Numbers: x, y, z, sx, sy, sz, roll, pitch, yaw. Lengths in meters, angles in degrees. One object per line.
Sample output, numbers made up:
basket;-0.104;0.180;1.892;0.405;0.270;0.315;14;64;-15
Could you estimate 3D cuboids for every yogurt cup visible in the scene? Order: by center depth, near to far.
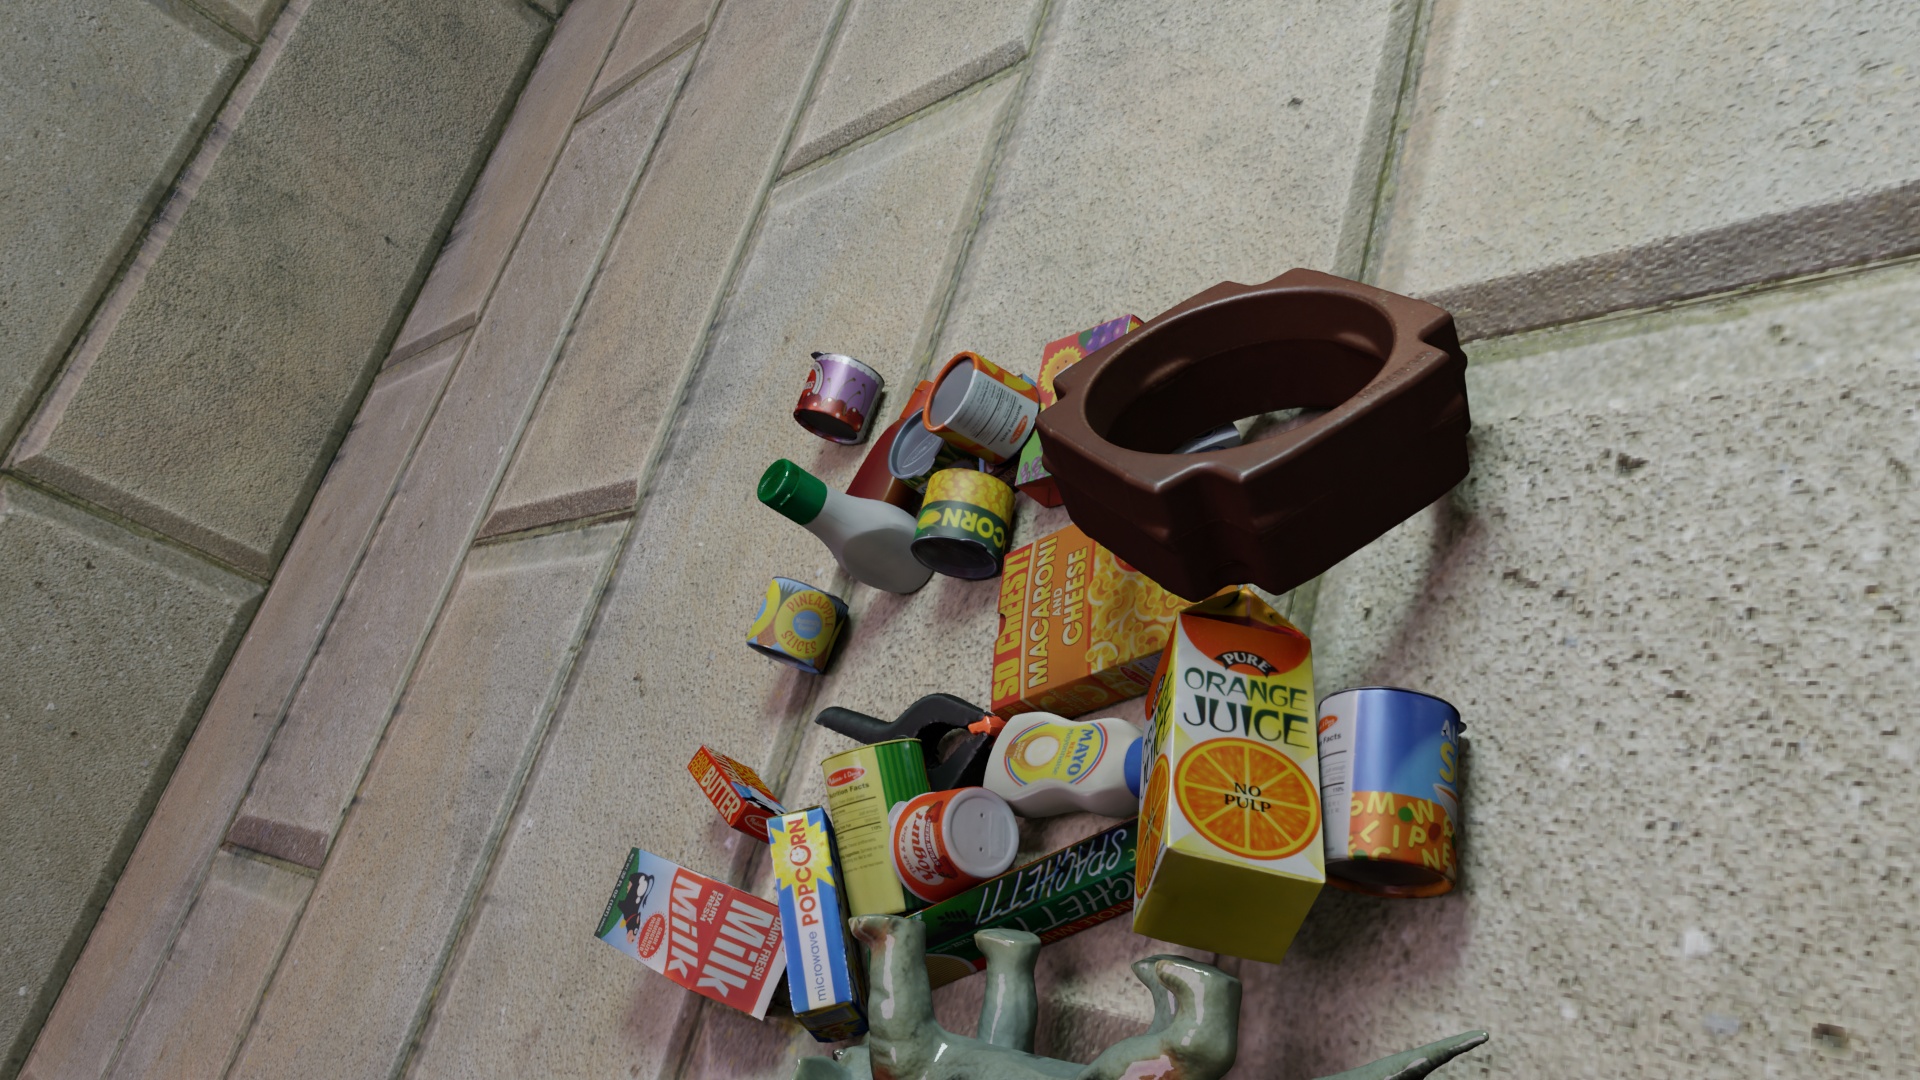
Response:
yogurt cup;-0.001;0.180;0.833;0.053;0.072;0.073;-35;38;51

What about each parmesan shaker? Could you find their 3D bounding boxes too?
parmesan shaker;-0.048;0.185;0.882;0.071;0.071;0.103;-25;71;38

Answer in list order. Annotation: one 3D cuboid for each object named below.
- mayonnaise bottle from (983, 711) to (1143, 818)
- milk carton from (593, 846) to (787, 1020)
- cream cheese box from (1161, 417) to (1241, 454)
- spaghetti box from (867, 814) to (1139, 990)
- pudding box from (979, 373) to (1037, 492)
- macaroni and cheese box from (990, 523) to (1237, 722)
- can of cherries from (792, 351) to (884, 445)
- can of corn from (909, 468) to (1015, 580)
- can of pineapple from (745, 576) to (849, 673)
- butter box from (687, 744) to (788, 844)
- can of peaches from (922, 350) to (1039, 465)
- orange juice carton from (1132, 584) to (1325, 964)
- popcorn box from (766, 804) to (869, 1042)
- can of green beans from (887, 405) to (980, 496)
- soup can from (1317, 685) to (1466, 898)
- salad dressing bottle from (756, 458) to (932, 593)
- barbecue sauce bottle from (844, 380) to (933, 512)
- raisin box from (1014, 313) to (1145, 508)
mayonnaise bottle;0.080;0.133;0.817;0.148;0.041;0.065;-9;48;48
milk carton;-0.176;0.279;0.985;0.190;0.073;0.072;3;66;51
cream cheese box;0.138;-0.087;0.905;0.053;0.024;0.104;-21;50;-2
spaghetti box;0.049;0.205;0.791;0.249;0.050;0.029;-32;44;31
pudding box;0.039;-0.079;1.045;0.049;0.030;0.084;-31;42;31
macaroni and cheese box;0.094;0.039;0.875;0.166;0.040;0.124;-25;44;37
can of cherries;-0.110;-0.125;1.227;0.071;0.071;0.058;-1;63;50
can of corn;0.004;-0.013;1.003;0.071;0.071;0.058;-14;53;45
can of pineapple;-0.129;0.067;1.100;0.071;0.071;0.058;2;66;51
butter box;-0.167;0.195;1.058;0.024;0.053;0.103;-56;35;-1
can of peaches;0.013;-0.096;1.003;0.071;0.058;0.071;-41;35;37
orange juice carton;0.133;0.104;0.697;0.194;0.073;0.071;-77;-1;-48
popcorn box;-0.088;0.242;0.875;0.038;0.085;0.127;-13;60;-1
can of green beans;-0.013;-0.063;1.071;0.071;0.058;0.071;-31;42;33
soup can;0.204;0.120;0.659;0.071;0.071;0.084;-17;52;43
salad dressing bottle;-0.084;-0.011;1.037;0.064;0.147;0.044;-43;37;19
barbecue sauce bottle;-0.053;-0.059;1.129;0.065;0.043;0.148;20;79;55
raisin box;0.092;-0.091;0.983;0.086;0.040;0.124;-15;54;45
